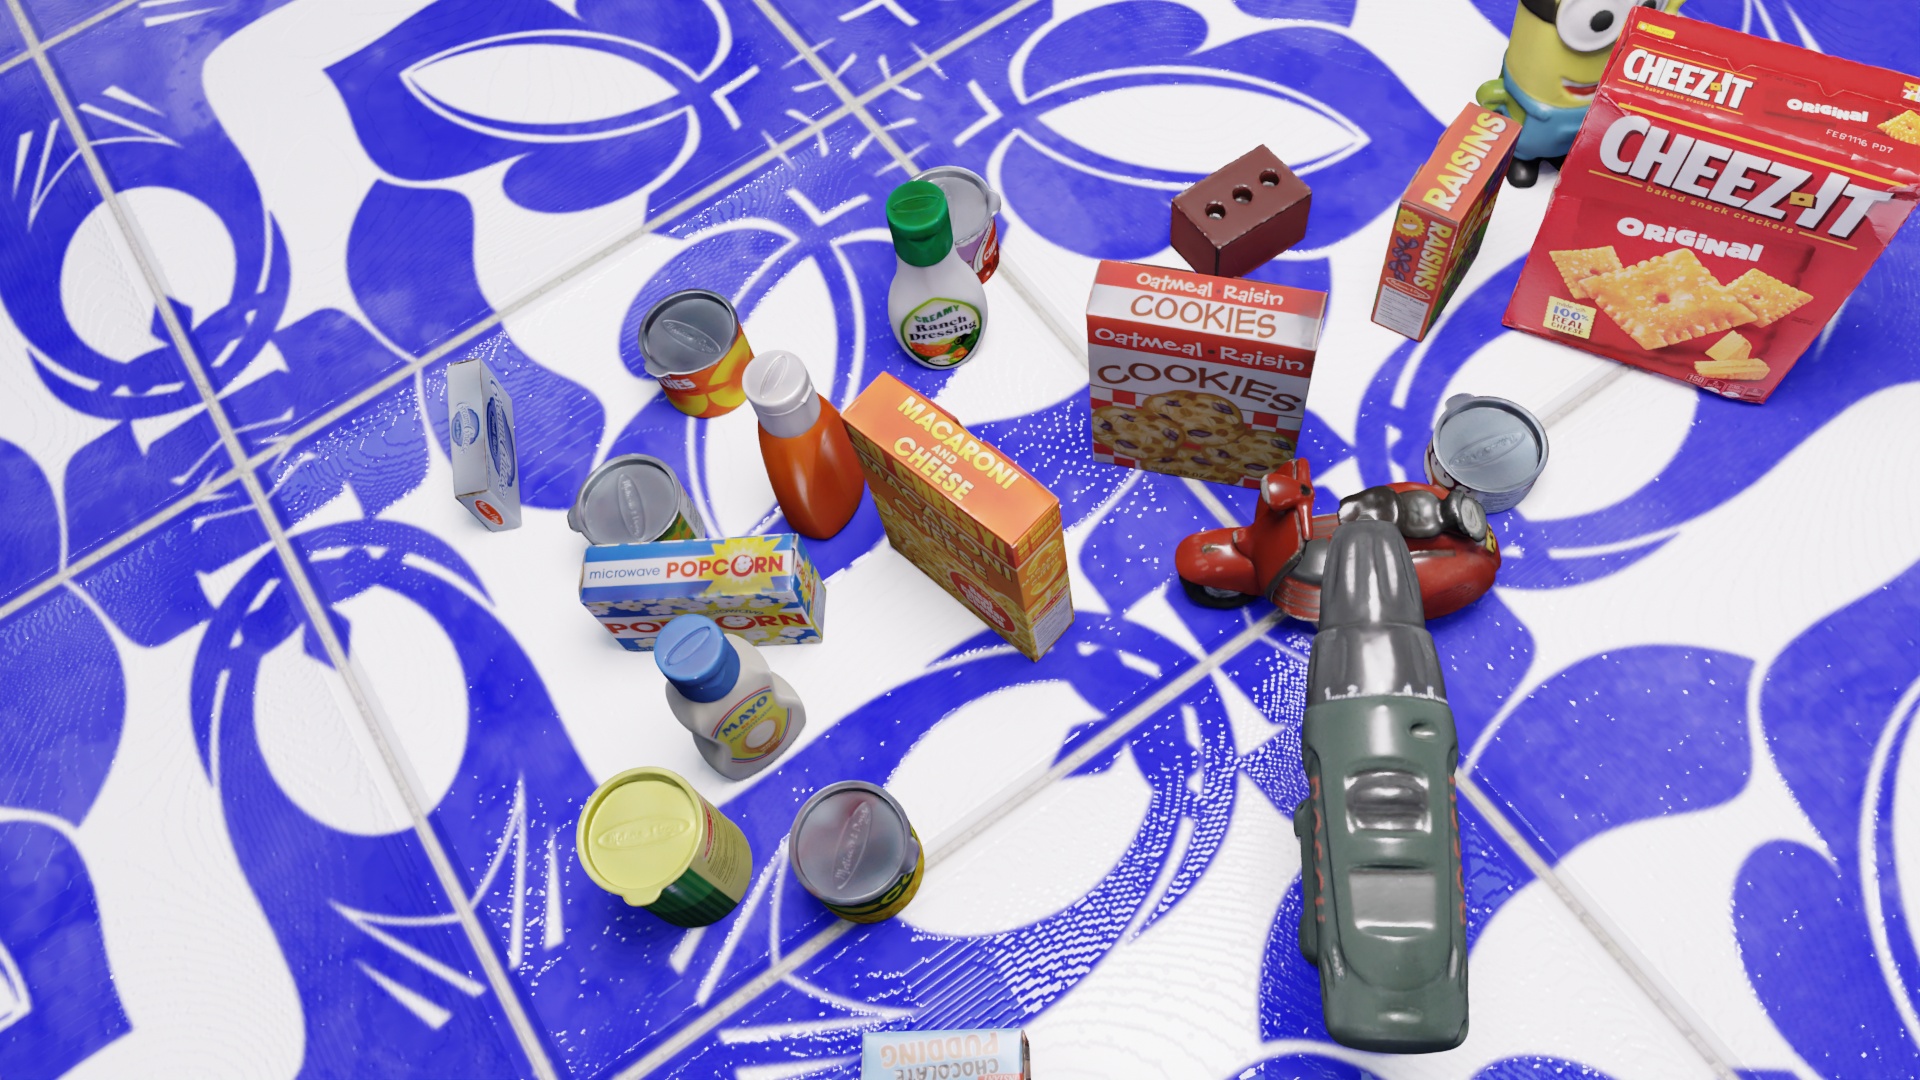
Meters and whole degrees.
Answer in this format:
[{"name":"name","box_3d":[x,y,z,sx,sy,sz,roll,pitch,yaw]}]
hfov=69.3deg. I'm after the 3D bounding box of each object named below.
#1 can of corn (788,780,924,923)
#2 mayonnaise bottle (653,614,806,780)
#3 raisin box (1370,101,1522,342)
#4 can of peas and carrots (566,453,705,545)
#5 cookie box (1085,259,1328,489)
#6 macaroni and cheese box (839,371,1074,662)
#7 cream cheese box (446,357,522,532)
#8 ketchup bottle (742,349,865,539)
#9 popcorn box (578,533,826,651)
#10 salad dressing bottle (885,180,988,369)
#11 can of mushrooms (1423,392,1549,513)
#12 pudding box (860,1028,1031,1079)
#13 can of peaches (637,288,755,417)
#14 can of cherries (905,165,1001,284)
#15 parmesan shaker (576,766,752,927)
[{"name":"can of corn","box_3d":[-0.053,0.172,0.758,0.071,0.058,0.071,-3,64,6]},{"name":"mayonnaise bottle","box_3d":[-0.128,0.084,0.759,0.065,0.147,0.041,-41,67,-12]},{"name":"raisin box","box_3d":[0.297,-0.193,0.856,0.040,0.123,0.086,31,72,19]},{"name":"can of peas and carrots","box_3d":[-0.200,-0.011,0.864,0.071,0.058,0.071,-3,64,6]},{"name":"cookie box","box_3d":[0.138,-0.091,0.801,0.123,0.166,0.040,11,67,12]},{"name":"macaroni and cheese box","box_3d":[0.003,-0.010,0.779,0.124,0.165,0.040,38,75,21]},{"name":"cream cheese box","box_3d":[-0.310,-0.062,0.905,0.024,0.053,0.104,-14,64,0]},{"name":"ketchup bottle","box_3d":[-0.093,-0.058,0.824,0.043,0.148,0.065,17,68,15]},{"name":"popcorn box","box_3d":[-0.150,0.032,0.822,0.127,0.085,0.038,-3,64,5]},{"name":"salad dressing bottle","box_3d":[-0.018,-0.163,0.866,0.064,0.147,0.044,-11,64,2]},{"name":"can of mushrooms","box_3d":[0.314,-0.053,0.836,0.071,0.033,0.071,-3,64,6]},{"name":"pudding box","box_3d":[-0.007,0.268,0.710,0.084,0.049,0.030,-4,64,5]},{"name":"can of peaches","box_3d":[-0.173,-0.121,0.914,0.071,0.058,0.071,-3,64,6]},{"name":"can of cherries","box_3d":[-0.006,-0.207,0.935,0.071,0.058,0.072,-3,64,6]},{"name":"parmesan shaker","box_3d":[-0.156,0.170,0.746,0.071,0.102,0.071,-3,64,6]}]
